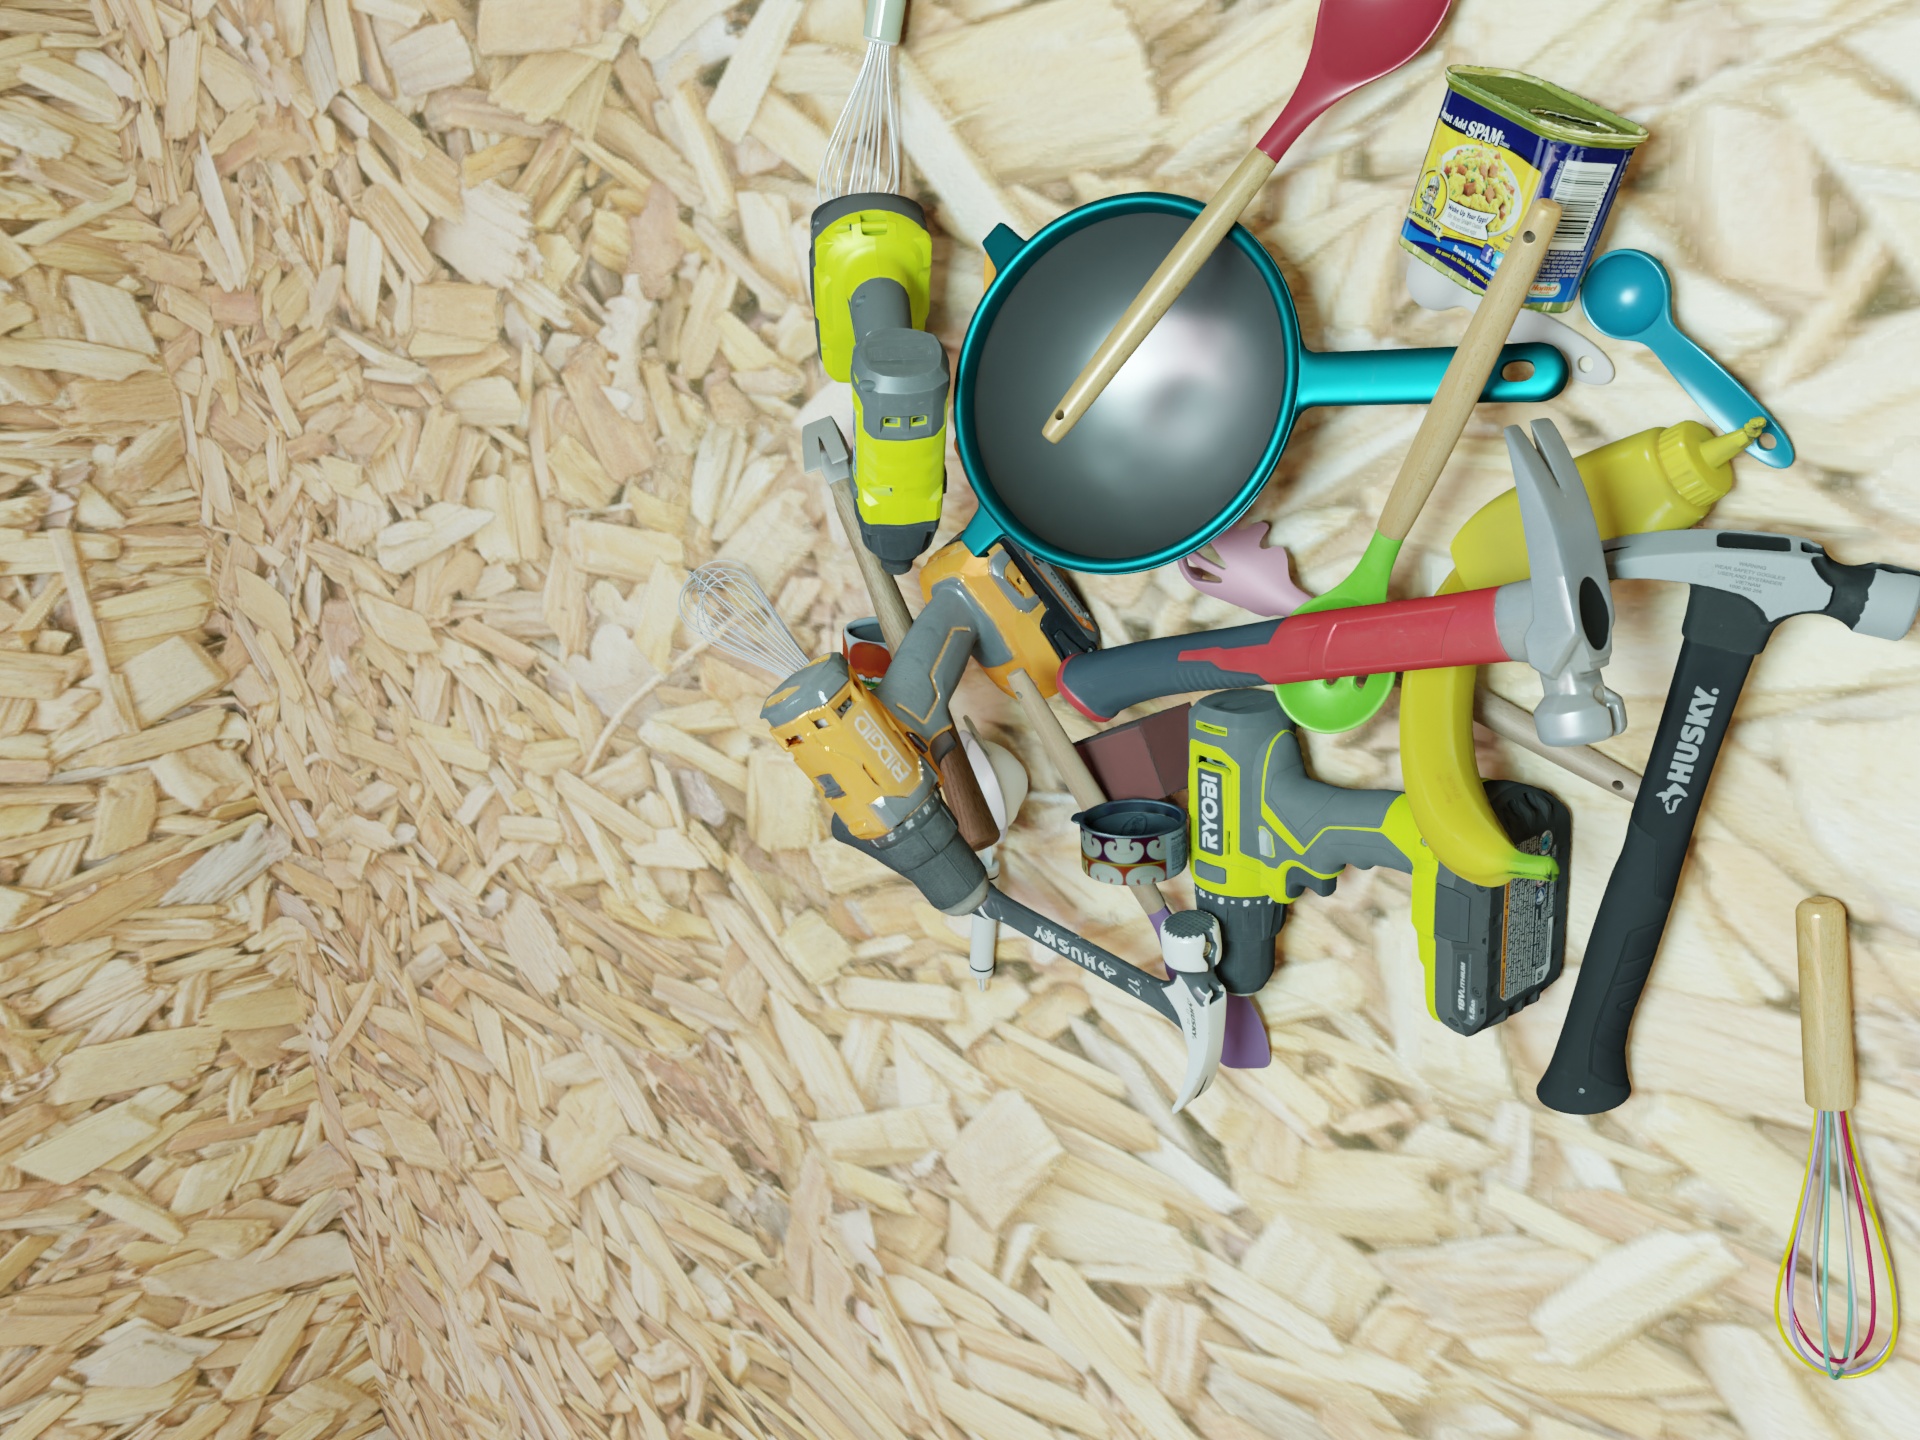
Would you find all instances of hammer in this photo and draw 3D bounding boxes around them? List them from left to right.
[{"bbox_3d":[-0.044,-0.065,1.113,0.130,0.031,0.331,53,-165,-75],"label":"hammer"},{"bbox_3d":[0.033,0.137,1.126,0.409,0.036,0.149,23,131,48],"label":"hammer"},{"bbox_3d":[0.170,-0.052,0.848,0.386,0.038,0.143,-5,99,59],"label":"hammer"},{"bbox_3d":[0.335,0.063,0.782,0.146,0.035,0.334,15,122,19],"label":"hammer"}]

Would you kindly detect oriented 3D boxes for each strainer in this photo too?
[{"bbox_3d":[0.021,0.102,1.186,0.087,0.050,0.258,-129,34,-50],"label":"strainer"},{"bbox_3d":[0.163,-0.180,0.881,0.340,0.095,0.211,5,91,30],"label":"strainer"}]

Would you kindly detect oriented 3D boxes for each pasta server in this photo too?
[{"bbox_3d":[0.240,-0.040,0.888,0.316,0.040,0.060,34,128,32],"label":"pasta server"}]

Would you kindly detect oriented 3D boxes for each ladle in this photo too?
[{"bbox_3d":[0.142,-0.271,0.825,0.069,0.031,0.315,49,111,26],"label":"ladle"}]

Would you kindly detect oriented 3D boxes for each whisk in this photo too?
[{"bbox_3d":[-0.132,-0.044,1.301,0.285,0.070,0.070,40,131,26],"label":"whisk"},{"bbox_3d":[-0.054,-0.446,1.061,0.058,0.059,0.246,15,117,5],"label":"whisk"},{"bbox_3d":[0.415,0.205,0.764,0.047,0.051,0.245,4,105,54],"label":"whisk"}]

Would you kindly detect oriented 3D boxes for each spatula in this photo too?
[{"bbox_3d":[0.116,0.100,1.027,0.060,0.018,0.315,-17,109,50],"label":"spatula"}]

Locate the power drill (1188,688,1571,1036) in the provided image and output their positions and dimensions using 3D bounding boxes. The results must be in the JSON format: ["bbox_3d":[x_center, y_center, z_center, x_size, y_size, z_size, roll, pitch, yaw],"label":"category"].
[{"bbox_3d":[0.224,0.094,0.918,0.229,0.080,0.190,17,116,48],"label":"power drill"}]

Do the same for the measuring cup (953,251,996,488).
[{"bbox_3d":[0.043,-0.222,1.026,0.095,0.052,0.173,12,111,47],"label":"measuring cup"}]

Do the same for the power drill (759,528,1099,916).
[{"bbox_3d":[-0.002,-0.003,1.022,0.084,0.226,0.185,-18,114,51],"label":"power drill"}]

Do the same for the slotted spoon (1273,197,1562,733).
[{"bbox_3d":[0.226,-0.113,0.792,0.070,0.031,0.313,36,138,21],"label":"slotted spoon"}]

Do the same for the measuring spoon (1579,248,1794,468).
[{"bbox_3d":[0.339,-0.167,0.733,0.129,0.021,0.042,51,145,10],"label":"measuring spoon"}]

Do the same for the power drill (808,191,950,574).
[{"bbox_3d":[-0.049,-0.218,1.023,0.171,0.080,0.223,94,169,-50],"label":"power drill"}]

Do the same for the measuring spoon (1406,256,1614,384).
[{"bbox_3d":[0.271,-0.200,0.793,0.124,0.018,0.034,43,133,30],"label":"measuring spoon"}]
